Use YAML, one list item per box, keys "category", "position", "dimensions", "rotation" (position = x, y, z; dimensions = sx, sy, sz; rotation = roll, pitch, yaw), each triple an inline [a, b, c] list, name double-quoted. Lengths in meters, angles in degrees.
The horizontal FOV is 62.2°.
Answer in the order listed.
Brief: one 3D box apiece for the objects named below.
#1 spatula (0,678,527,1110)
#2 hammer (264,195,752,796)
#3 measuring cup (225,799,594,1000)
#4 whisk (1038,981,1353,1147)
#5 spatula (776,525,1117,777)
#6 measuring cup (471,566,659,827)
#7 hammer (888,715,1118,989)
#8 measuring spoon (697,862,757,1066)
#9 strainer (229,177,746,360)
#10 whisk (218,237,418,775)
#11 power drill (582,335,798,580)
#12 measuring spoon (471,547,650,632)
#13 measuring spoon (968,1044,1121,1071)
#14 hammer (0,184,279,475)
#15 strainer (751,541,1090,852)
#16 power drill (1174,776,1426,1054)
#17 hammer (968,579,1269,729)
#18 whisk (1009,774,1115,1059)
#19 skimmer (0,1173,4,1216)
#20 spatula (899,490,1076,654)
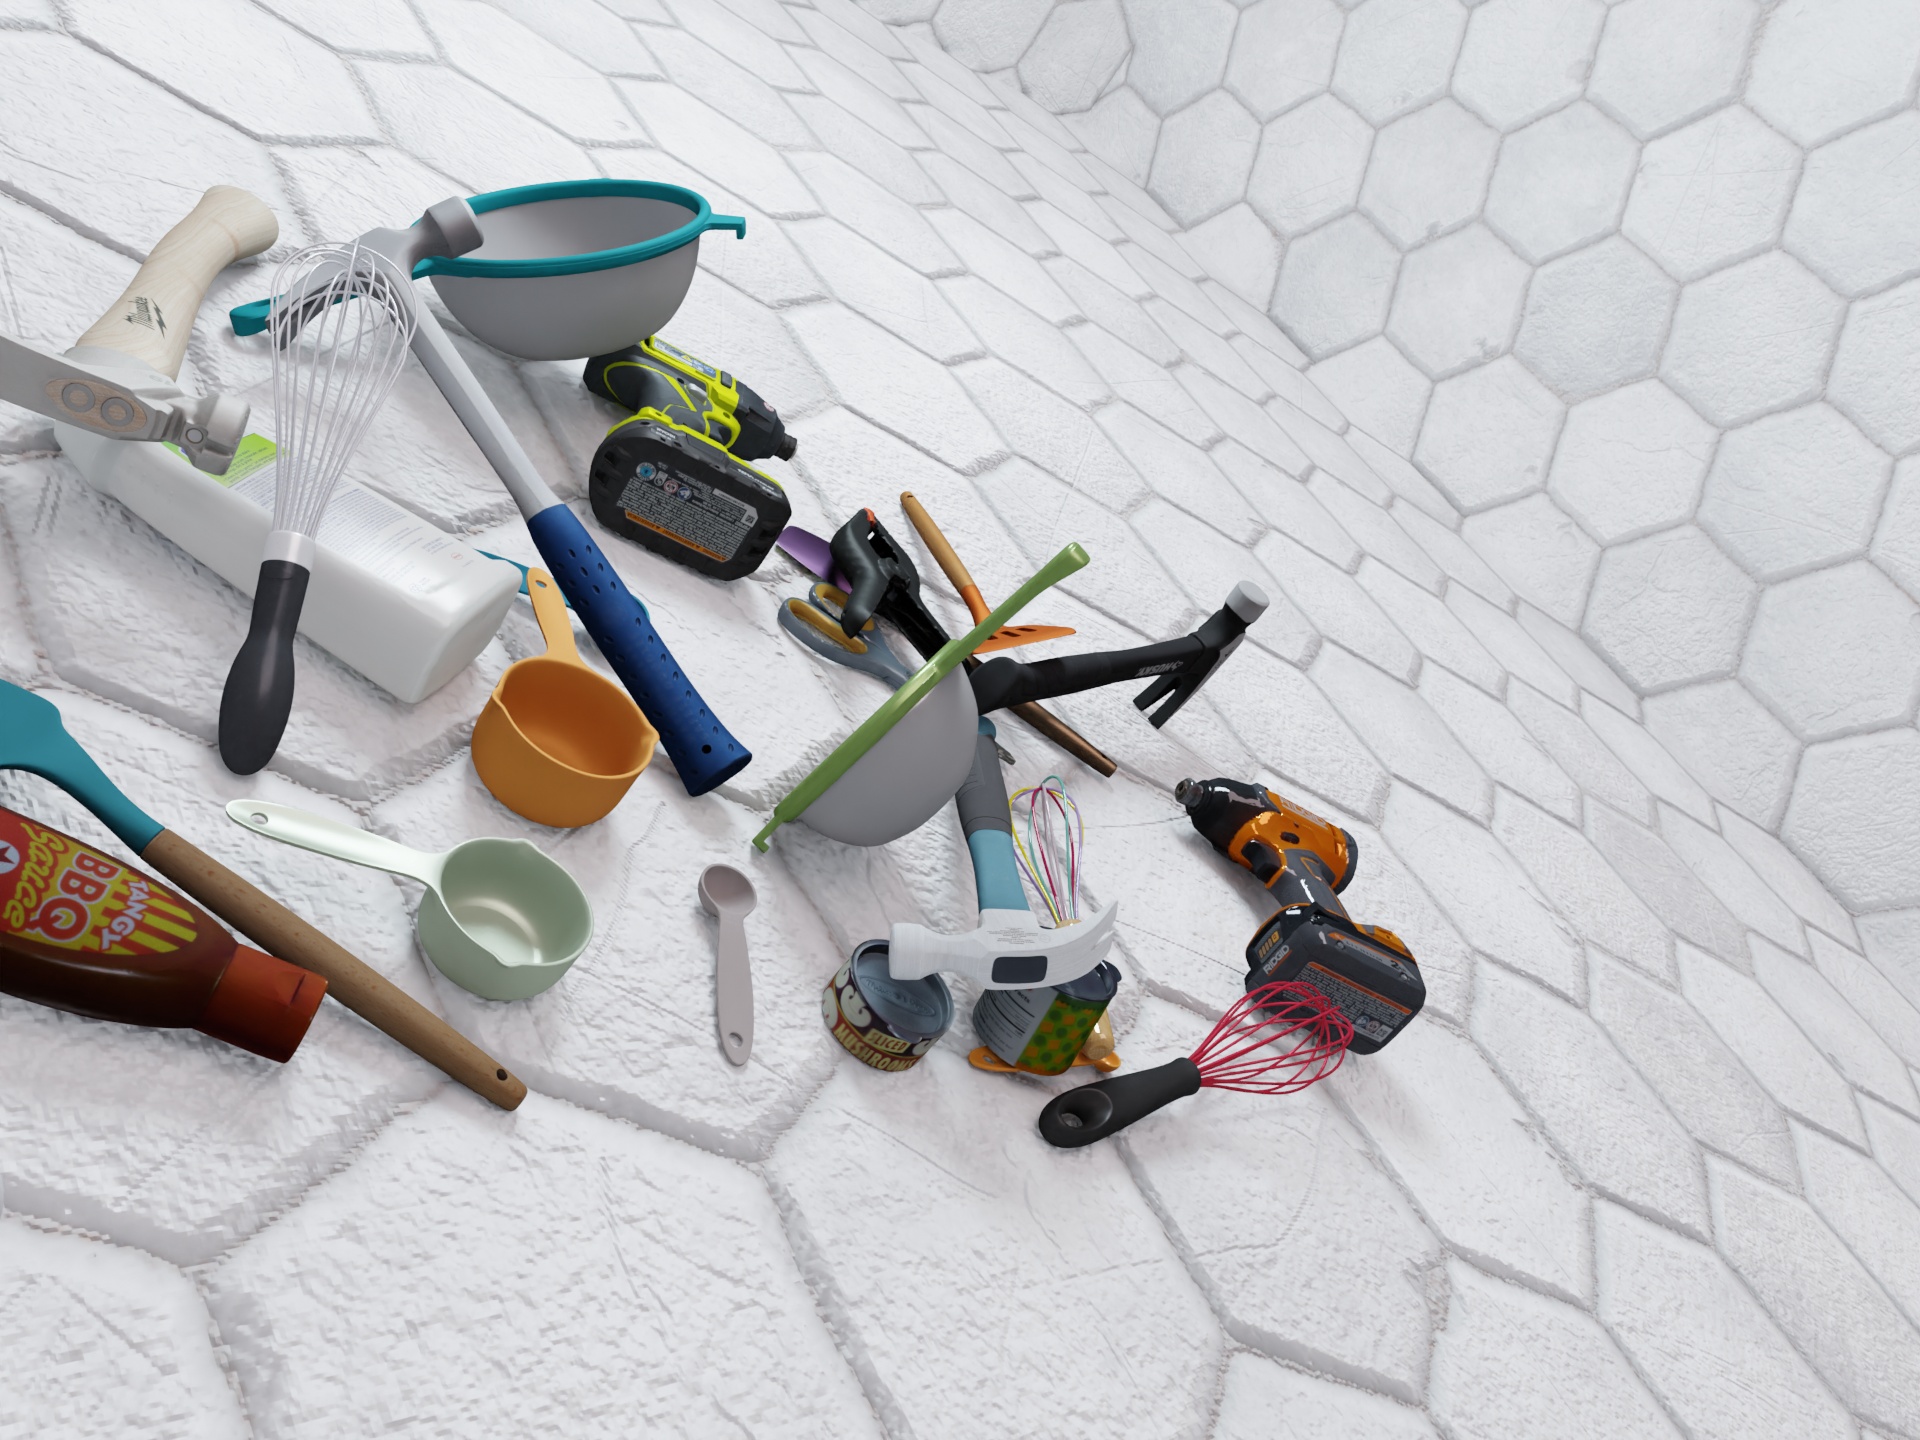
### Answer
- category: "spatula"
  position: [-0.316, 0.072, 0.660]
  dimensions: [0.317, 0.044, 0.082]
  rotation: [39, 26, -10]
- category: "hammer"
  position: [-0.258, -0.127, 0.946]
  dimensions: [0.144, 0.035, 0.405]
  rotation: [-32, 80, -17]
- category: "measuring cup"
  position: [-0.250, 0.078, 0.716]
  dimensions: [0.167, 0.038, 0.083]
  rotation: [23, 31, -24]
- category: "whisk"
  position: [0.149, 0.214, 0.978]
  dimensions: [0.295, 0.073, 0.073]
  rotation: [-6, 51, -45]
- category: "spatula"
  position: [-0.008, -0.054, 1.227]
  dimensions: [0.316, 0.018, 0.060]
  rotation: [36, 28, -3]
- category: "measuring cup"
  position: [-0.226, -0.014, 0.865]
  dimensions: [0.095, 0.052, 0.174]
  rotation: [16, 34, -37]
- category: "hammer"
  position: [0.016, 0.069, 0.982]
  dimensions: [0.128, 0.033, 0.331]
  rotation: [5, 22, -6]
- category: "measuring spoon"
  position: [-0.122, 0.127, 0.825]
  dimensions: [0.034, 0.018, 0.124]
  rotation: [21, 39, -30]
- category: "strainer"
  position: [-0.323, -0.285, 1.093]
  dimensions: [0.340, 0.095, 0.211]
  rotation: [-30, 42, -33]
- category: "whisk"
  position: [-0.320, -0.110, 0.771]
  dimensions: [0.070, 0.070, 0.285]
  rotation: [18, 67, -35]
- category: "power drill"
  position: [-0.192, -0.201, 1.165]
  dimensions: [0.171, 0.080, 0.223]
  rotation: [25, 27, -24]
- category: "measuring spoon"
  position: [-0.253, -0.074, 0.968]
  dimensions: [0.128, 0.021, 0.042]
  rotation: [21, 48, -14]
- category: "measuring spoon"
  position: [0.049, 0.199, 0.926]
  dimensions: [0.116, 0.011, 0.021]
  rotation: [9, 28, -39]
- category: "hammer"
  position: [-0.450, -0.247, 0.889]
  dimensions: [0.146, 0.038, 0.411]
  rotation: [21, 22, -25]
- category: "strainer"
  position: [-0.001, -0.003, 0.909]
  dimensions: [0.069, 0.256, 0.151]
  rotation: [48, 34, -3]
- category: "power drill"
  position: [0.245, 0.130, 1.195]
  dimensions: [0.164, 0.084, 0.227]
  rotation: [27, 25, -20]
- category: "hammer"
  position: [0.113, -0.037, 1.231]
  dimensions: [0.334, 0.146, 0.035]
  rotation: [-12, 55, -51]
- category: "whisk"
  position: [0.071, 0.119, 1.027]
  dimensions: [0.047, 0.051, 0.245]
  rotation: [32, 27, -28]
- category: "skimmer"
  position: [-0.435, 0.100, 0.395]
  dimensions: [0.363, 0.090, 0.127]
  rotation: [13, 5, -44]
- category: "spatula"
  position: [0.000, -0.121, 1.265]
  dimensions: [0.081, 0.041, 0.323]
  rotation: [-12, 35, -13]
